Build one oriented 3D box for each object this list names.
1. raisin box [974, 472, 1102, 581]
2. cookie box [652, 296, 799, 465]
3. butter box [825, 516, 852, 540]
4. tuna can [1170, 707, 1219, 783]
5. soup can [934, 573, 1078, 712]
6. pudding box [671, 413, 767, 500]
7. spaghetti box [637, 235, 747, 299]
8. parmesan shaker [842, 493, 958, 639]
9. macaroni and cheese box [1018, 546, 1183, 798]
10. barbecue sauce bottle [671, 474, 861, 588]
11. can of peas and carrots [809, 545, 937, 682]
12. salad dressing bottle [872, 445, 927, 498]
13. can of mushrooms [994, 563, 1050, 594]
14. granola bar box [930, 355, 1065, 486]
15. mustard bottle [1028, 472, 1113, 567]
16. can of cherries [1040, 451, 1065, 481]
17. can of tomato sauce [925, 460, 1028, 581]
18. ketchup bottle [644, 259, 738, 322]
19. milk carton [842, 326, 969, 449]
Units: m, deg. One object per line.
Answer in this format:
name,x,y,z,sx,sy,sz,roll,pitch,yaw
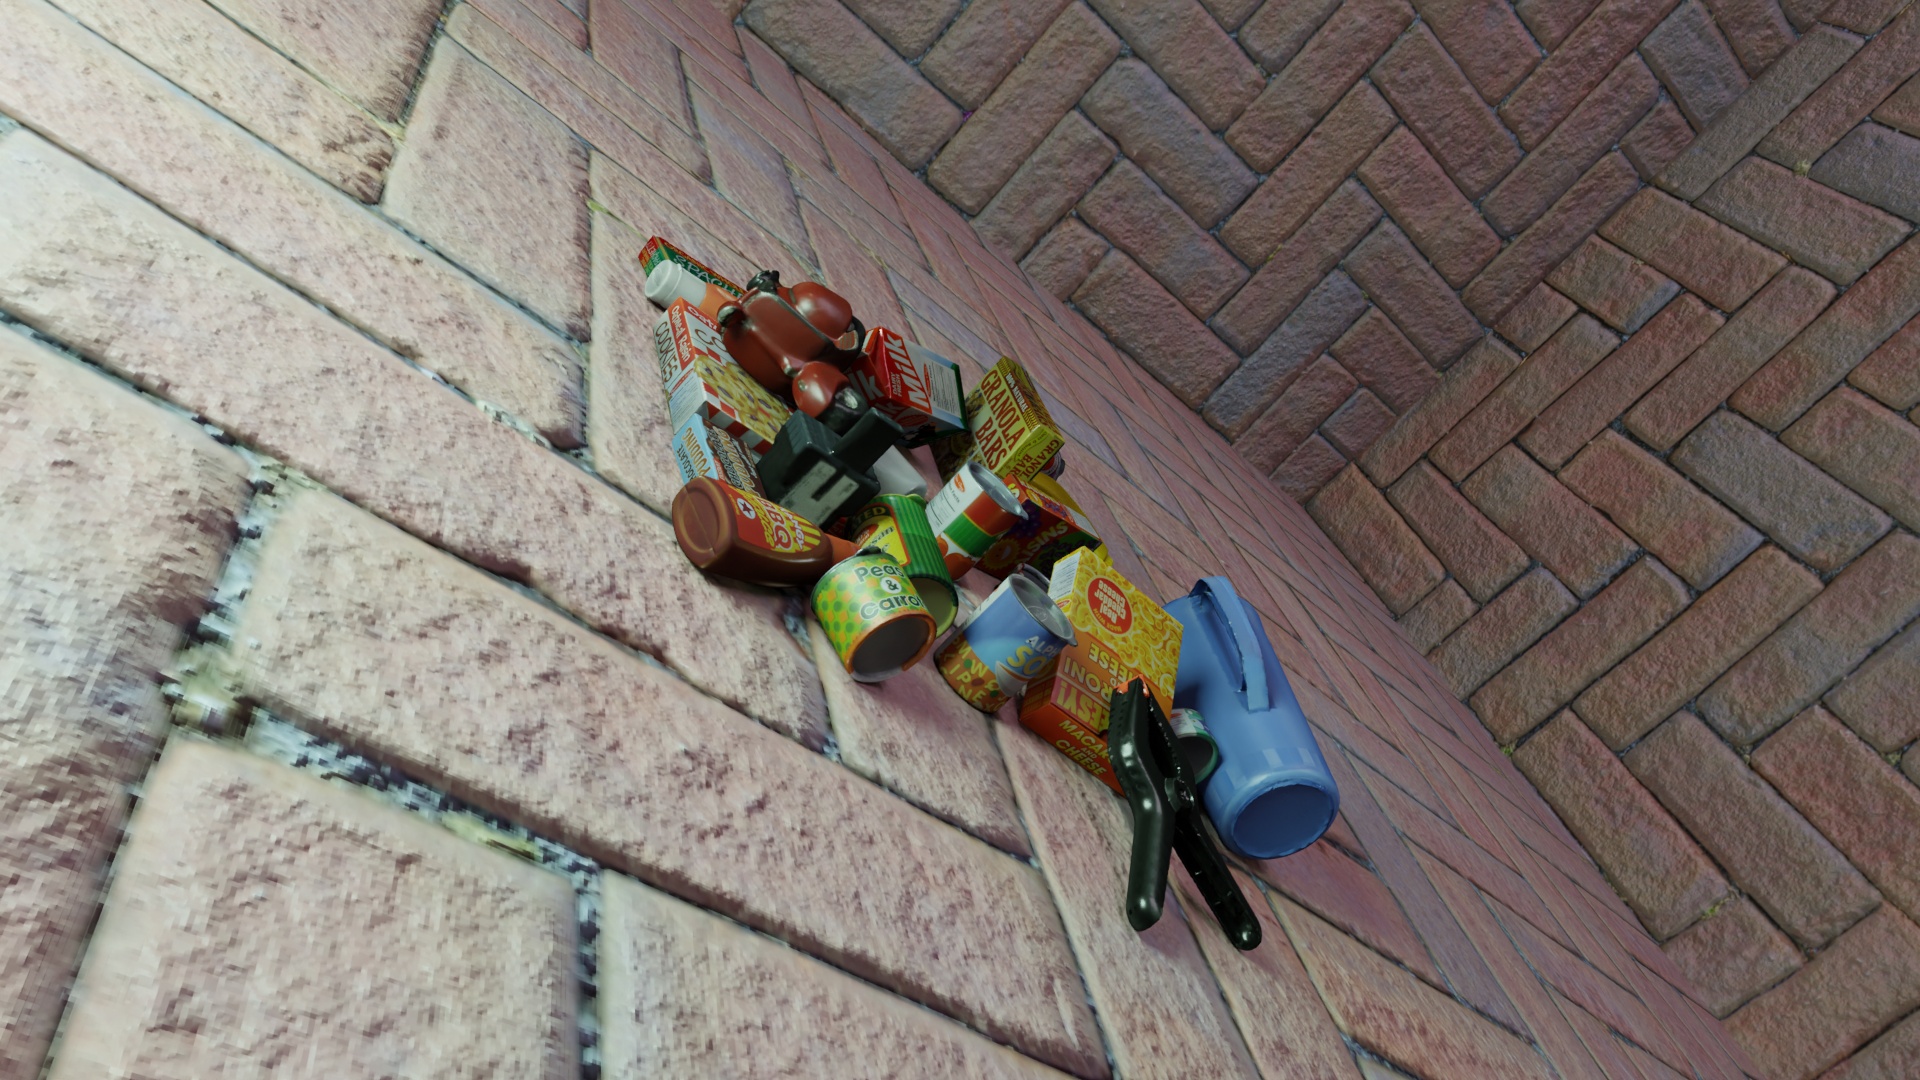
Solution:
raisin box,0.062,-0.003,1.291,0.123,0.086,0.040,27,24,-46
cookie box,-0.171,-0.106,1.067,0.123,0.040,0.168,34,19,-35
butter box,-0.098,-0.033,1.089,0.053,0.024,0.104,34,18,-28
tuna can,0.183,0.178,1.171,0.071,0.071,0.033,35,19,-31
soup can,0.034,0.078,1.023,0.071,0.083,0.071,40,16,-14
pudding box,-0.165,-0.045,0.948,0.049,0.030,0.084,31,20,-37
spaghetti box,-0.190,-0.203,1.285,0.250,0.028,0.050,28,22,-44
parmesan shaker,-0.042,0.019,1.009,0.071,0.071,0.103,34,19,-32
macaroni and cheese box,0.117,0.104,1.118,0.123,0.040,0.167,38,43,-21
barbecue sauce bottle,-0.120,0.004,0.908,0.148,0.043,0.065,22,33,-54
can of peas and carrots,-0.055,0.048,0.905,0.071,0.071,0.059,24,26,-52
salad dressing bottle,-0.090,-0.084,1.205,0.148,0.044,0.064,49,18,19
can of mushrooms,0.066,0.055,1.252,0.071,0.033,0.071,41,16,-14
granola bar box,0.034,-0.100,1.399,0.039,0.124,0.166,35,19,-28
mustard bottle,0.113,0.000,1.460,0.160,0.065,0.049,47,20,-11
can of cherries,0.074,-0.091,1.570,0.058,0.071,0.072,27,23,-46
can of tomato sauce,0.004,-0.015,1.186,0.071,0.083,0.071,40,16,-14
ketchup bottle,-0.200,-0.188,1.195,0.148,0.043,0.065,32,19,-37
milk carton,-0.072,-0.146,1.309,0.190,0.072,0.073,16,62,-60
